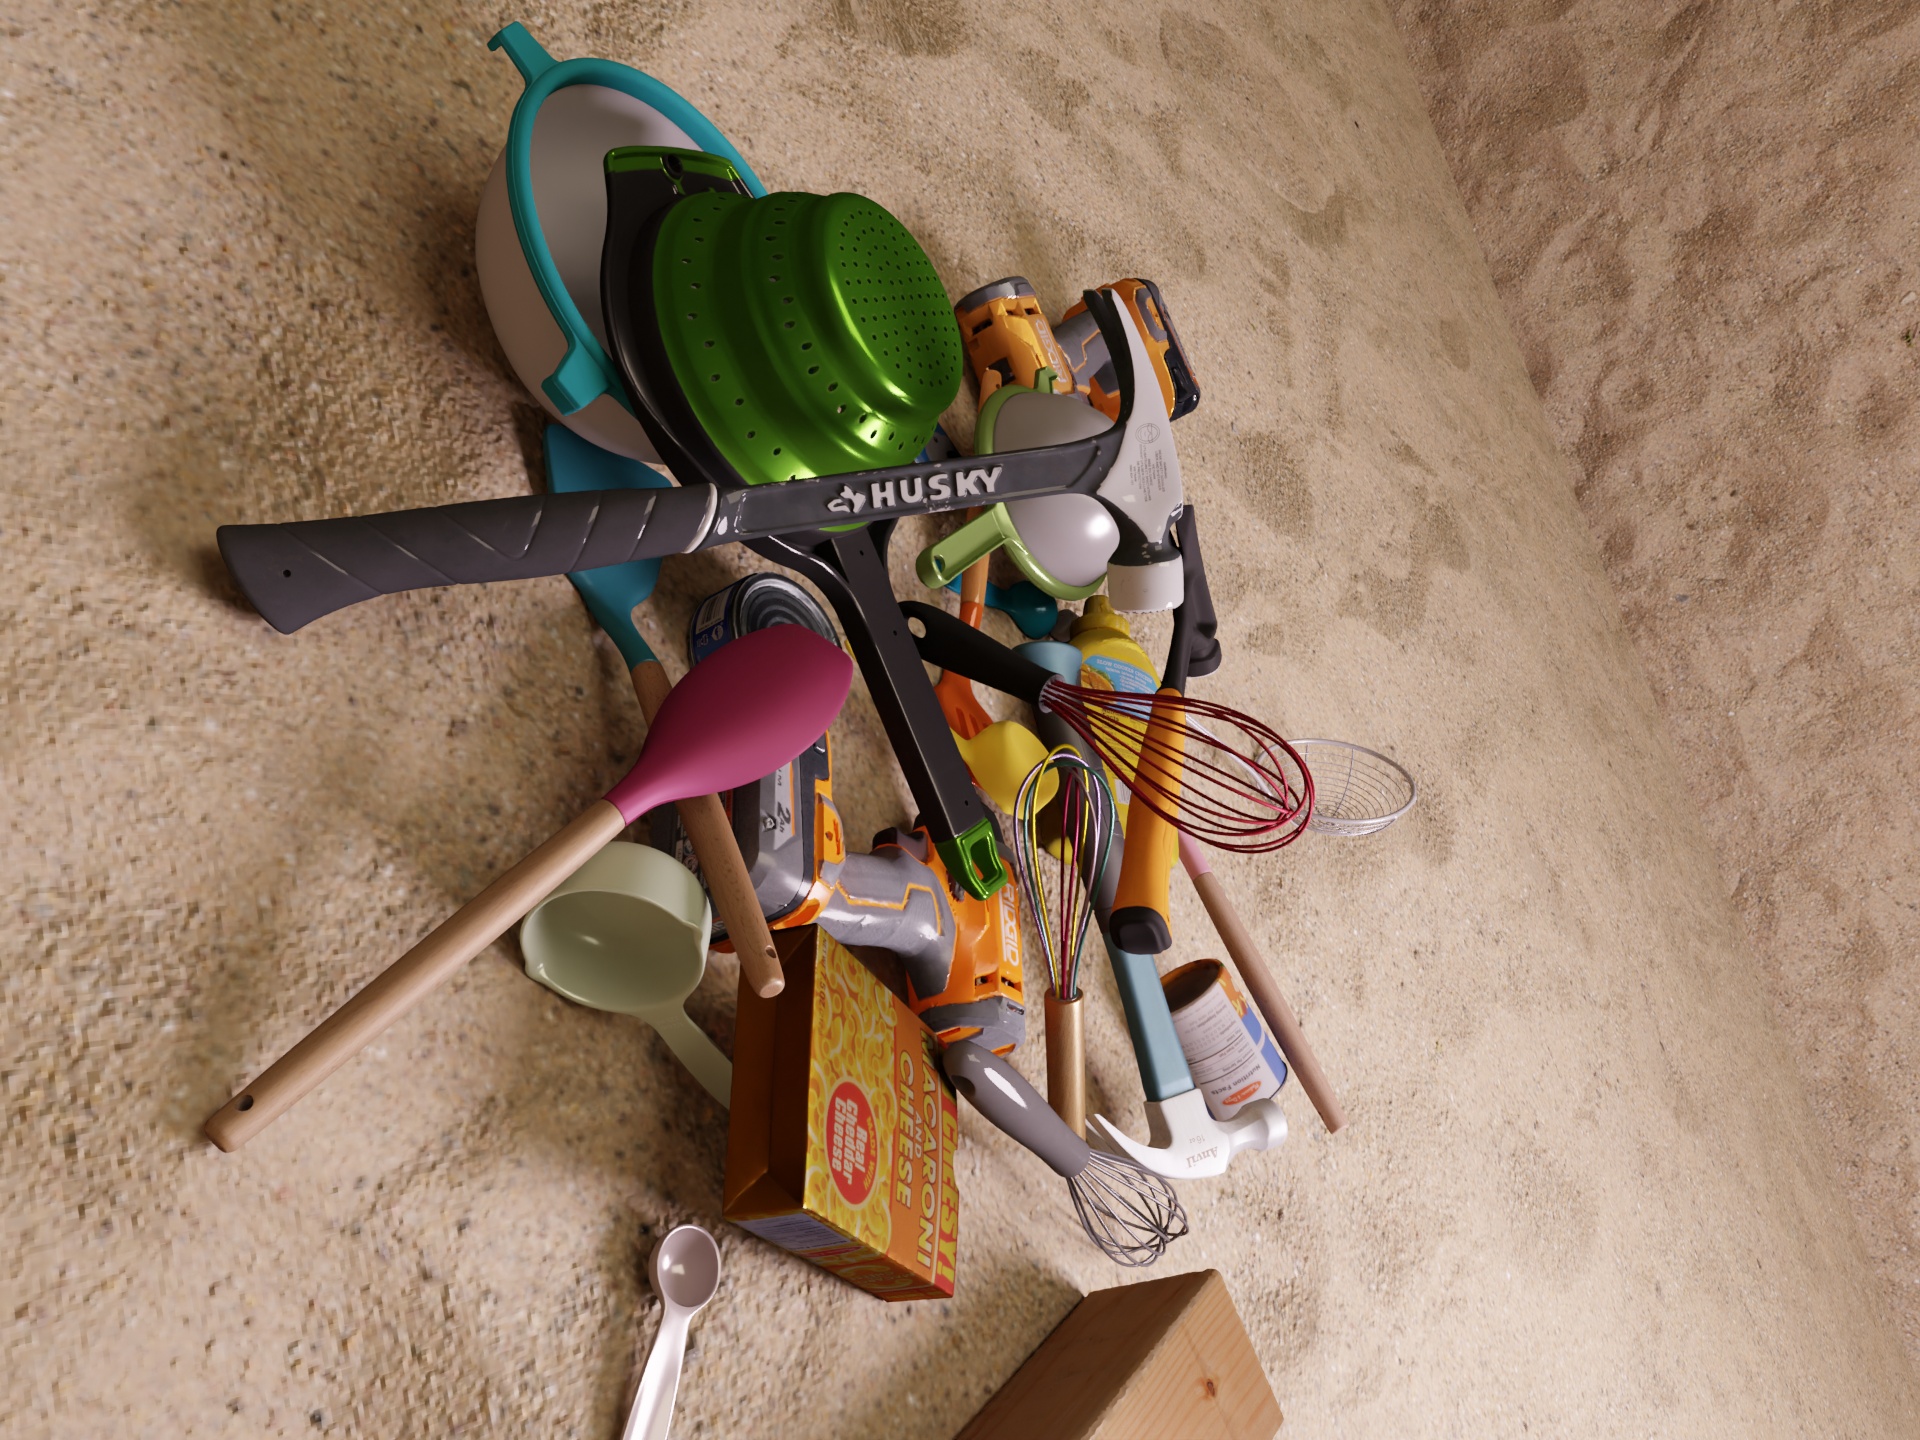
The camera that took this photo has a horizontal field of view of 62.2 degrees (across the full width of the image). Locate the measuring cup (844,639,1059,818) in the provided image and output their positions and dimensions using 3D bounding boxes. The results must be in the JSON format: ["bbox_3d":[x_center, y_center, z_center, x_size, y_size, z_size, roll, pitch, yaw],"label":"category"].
[{"bbox_3d":[-0.001,-0.003,0.887,0.156,0.029,0.062,41,23,-27],"label":"measuring cup"}]

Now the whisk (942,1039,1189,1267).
[{"bbox_3d":[0.056,0.230,0.843,0.238,0.055,0.055,49,35,-38],"label":"whisk"}]

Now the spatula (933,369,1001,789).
[{"bbox_3d":[0.016,-0.095,1.012,0.081,0.041,0.323,31,53,-41],"label":"spatula"}]

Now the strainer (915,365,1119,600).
[{"bbox_3d":[0.055,-0.139,1.006,0.256,0.069,0.151,-40,109,-54],"label":"strainer"}]

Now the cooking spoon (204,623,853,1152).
[{"bbox_3d":[-0.155,0.052,0.624,0.069,0.017,0.319,32,52,20],"label":"cooking spoon"}]

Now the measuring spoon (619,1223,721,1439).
[{"bbox_3d":[-0.125,0.263,0.634,0.034,0.018,0.124,39,48,-35],"label":"measuring spoon"}]

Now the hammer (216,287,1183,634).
[{"bbox_3d":[-0.091,-0.093,0.673,0.409,0.036,0.149,-10,106,-19],"label":"hammer"}]

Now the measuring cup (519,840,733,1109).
[{"bbox_3d":[-0.123,0.115,0.690,0.038,0.083,0.167,-86,154,-48],"label":"measuring cup"}]

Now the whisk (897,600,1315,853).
[{"bbox_3d":[0.065,-0.007,0.872,0.073,0.296,0.073,-30,134,-37],"label":"whisk"}]

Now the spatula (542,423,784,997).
[{"bbox_3d":[-0.130,-0.012,0.718,0.082,0.044,0.318,22,30,-47],"label":"spatula"}]

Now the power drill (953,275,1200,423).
[{"bbox_3d":[0.099,-0.246,1.210,0.226,0.084,0.185,-25,93,-53],"label":"power drill"}]

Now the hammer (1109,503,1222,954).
[{"bbox_3d":[0.122,0.005,0.947,0.337,0.034,0.127,-73,151,-51],"label":"hammer"}]

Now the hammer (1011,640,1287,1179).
[{"bbox_3d":[0.094,0.110,0.948,0.128,0.033,0.331,-13,83,-27],"label":"hammer"}]

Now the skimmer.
[{"bbox_3d":[0.211,-0.009,1.202,0.363,0.090,0.127,34,11,-35],"label":"skimmer"}]

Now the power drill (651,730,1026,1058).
[{"bbox_3d":[-0.049,0.066,0.804,0.226,0.084,0.164,35,42,-44],"label":"power drill"}]

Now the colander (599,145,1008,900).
[{"bbox_3d":[-0.033,-0.106,0.762,0.204,0.094,0.397,-30,98,-59],"label":"colander"}]

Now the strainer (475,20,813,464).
[{"bbox_3d":[-0.133,-0.204,0.848,0.340,0.095,0.211,9,65,-57],"label":"strainer"}]

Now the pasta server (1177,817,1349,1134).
[{"bbox_3d":[0.181,0.124,1.061,0.060,0.040,0.316,72,-7,-66],"label":"pasta server"}]

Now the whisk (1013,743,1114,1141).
[{"bbox_3d":[0.059,0.127,0.858,0.047,0.051,0.244,-69,158,-67],"label":"whisk"}]

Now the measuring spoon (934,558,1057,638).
[{"bbox_3d":[0.026,-0.087,1.054,0.128,0.021,0.042,18,56,-49],"label":"measuring spoon"}]
